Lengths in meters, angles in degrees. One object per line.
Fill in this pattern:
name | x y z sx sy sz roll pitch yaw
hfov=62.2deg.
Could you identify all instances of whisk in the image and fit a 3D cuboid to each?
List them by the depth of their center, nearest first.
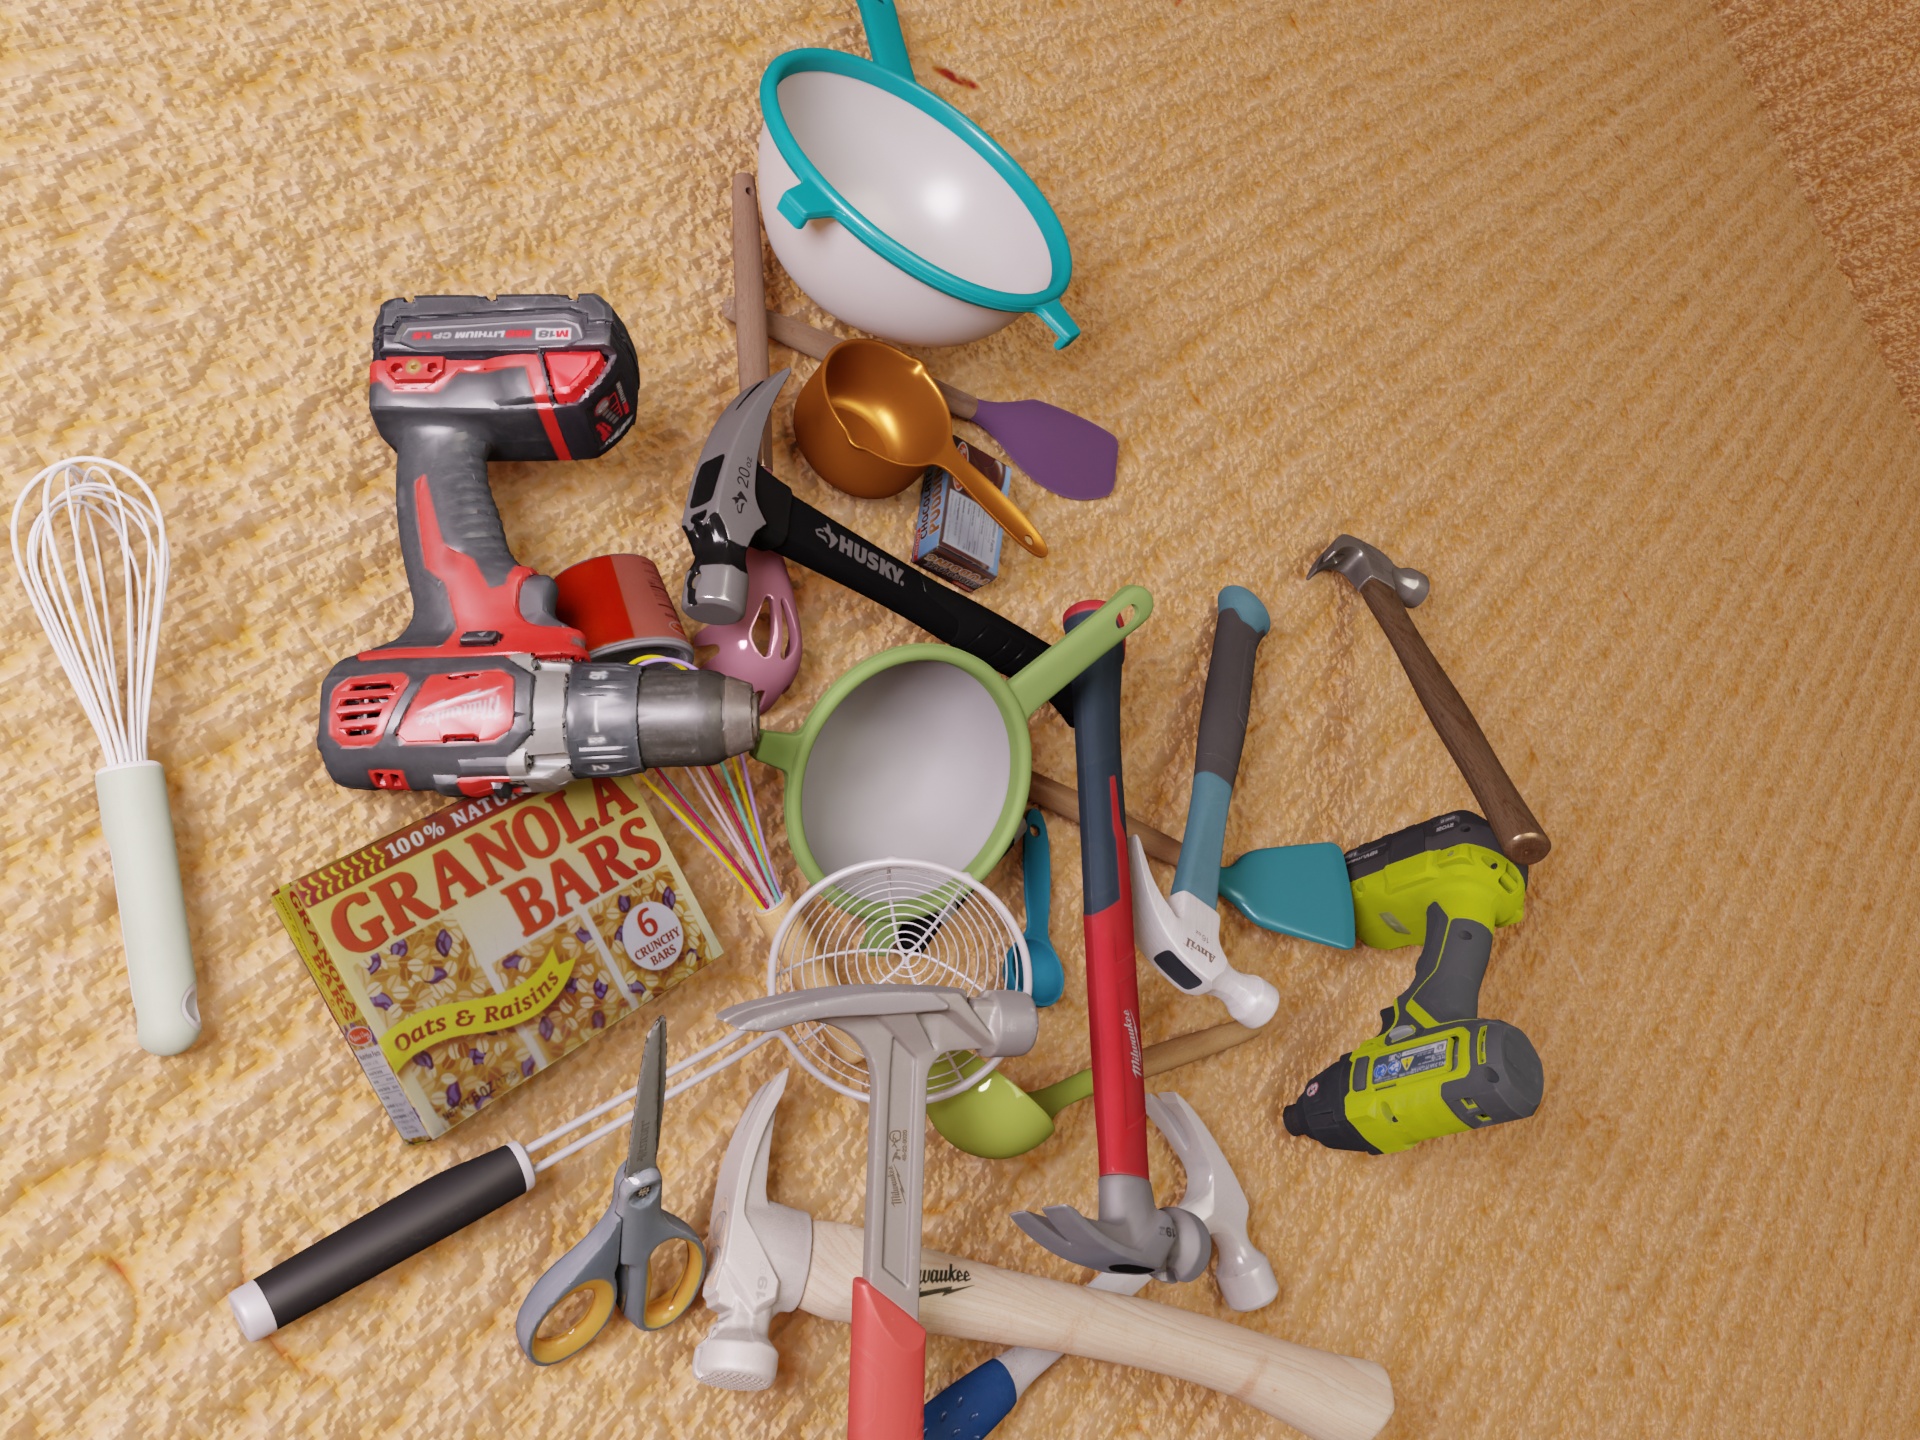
whisk | -0.337 0.012 0.639 0.059 0.058 0.246 -11 84 -8
whisk | -0.108 0.076 0.797 0.244 0.051 0.047 64 28 -20

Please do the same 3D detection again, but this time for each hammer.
hammer | -0.041 0.299 0.708 0.149 0.037 0.359 3 88 -28
hammer | 0.062 0.303 0.828 0.410 0.038 0.146 22 52 -23
hammer | 0.027 0.338 0.842 0.405 0.035 0.144 -22 90 -43
hammer | 0.072 0.096 0.867 0.143 0.038 0.387 34 46 -46
hammer | -0.019 -0.072 0.911 0.334 0.035 0.146 26 59 -44
hammer | 0.167 0.033 1.039 0.128 0.033 0.331 35 45 -18
hammer | 0.340 -0.026 1.150 0.130 0.031 0.332 21 34 -28

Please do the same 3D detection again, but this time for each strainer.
strainer | -0.001 -0.003 0.877 0.256 0.069 0.151 -38 120 -21
strainer | -0.053 -0.341 0.986 0.210 0.095 0.341 17 43 -30

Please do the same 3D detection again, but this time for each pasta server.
pasta server | -0.118 -0.161 0.886 0.060 0.040 0.316 8 71 -39

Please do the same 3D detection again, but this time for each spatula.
spatula | -0.013 -0.204 1.010 0.315 0.018 0.060 16 77 -37
spatula | 0.131 0.073 1.021 0.317 0.044 0.082 25 50 -31

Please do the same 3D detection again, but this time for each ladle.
ladle | 0.094 0.194 0.926 0.320 0.078 0.062 -2 110 -50

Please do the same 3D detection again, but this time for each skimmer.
skimmer | -0.128 0.171 0.700 0.363 0.090 0.127 -24 103 -35

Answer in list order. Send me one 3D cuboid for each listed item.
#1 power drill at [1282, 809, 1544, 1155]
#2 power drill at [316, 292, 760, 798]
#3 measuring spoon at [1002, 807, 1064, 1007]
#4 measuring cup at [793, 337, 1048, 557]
power drill | 0.298 0.178 1.057 0.080 0.171 0.223 43 43 -21
power drill | -0.186 -0.076 0.724 0.188 0.080 0.227 -1 72 -3
measuring spoon | 0.040 0.112 0.950 0.042 0.021 0.129 25 51 -32
measuring cup | -0.024 -0.146 0.942 0.173 0.052 0.095 42 47 -12
